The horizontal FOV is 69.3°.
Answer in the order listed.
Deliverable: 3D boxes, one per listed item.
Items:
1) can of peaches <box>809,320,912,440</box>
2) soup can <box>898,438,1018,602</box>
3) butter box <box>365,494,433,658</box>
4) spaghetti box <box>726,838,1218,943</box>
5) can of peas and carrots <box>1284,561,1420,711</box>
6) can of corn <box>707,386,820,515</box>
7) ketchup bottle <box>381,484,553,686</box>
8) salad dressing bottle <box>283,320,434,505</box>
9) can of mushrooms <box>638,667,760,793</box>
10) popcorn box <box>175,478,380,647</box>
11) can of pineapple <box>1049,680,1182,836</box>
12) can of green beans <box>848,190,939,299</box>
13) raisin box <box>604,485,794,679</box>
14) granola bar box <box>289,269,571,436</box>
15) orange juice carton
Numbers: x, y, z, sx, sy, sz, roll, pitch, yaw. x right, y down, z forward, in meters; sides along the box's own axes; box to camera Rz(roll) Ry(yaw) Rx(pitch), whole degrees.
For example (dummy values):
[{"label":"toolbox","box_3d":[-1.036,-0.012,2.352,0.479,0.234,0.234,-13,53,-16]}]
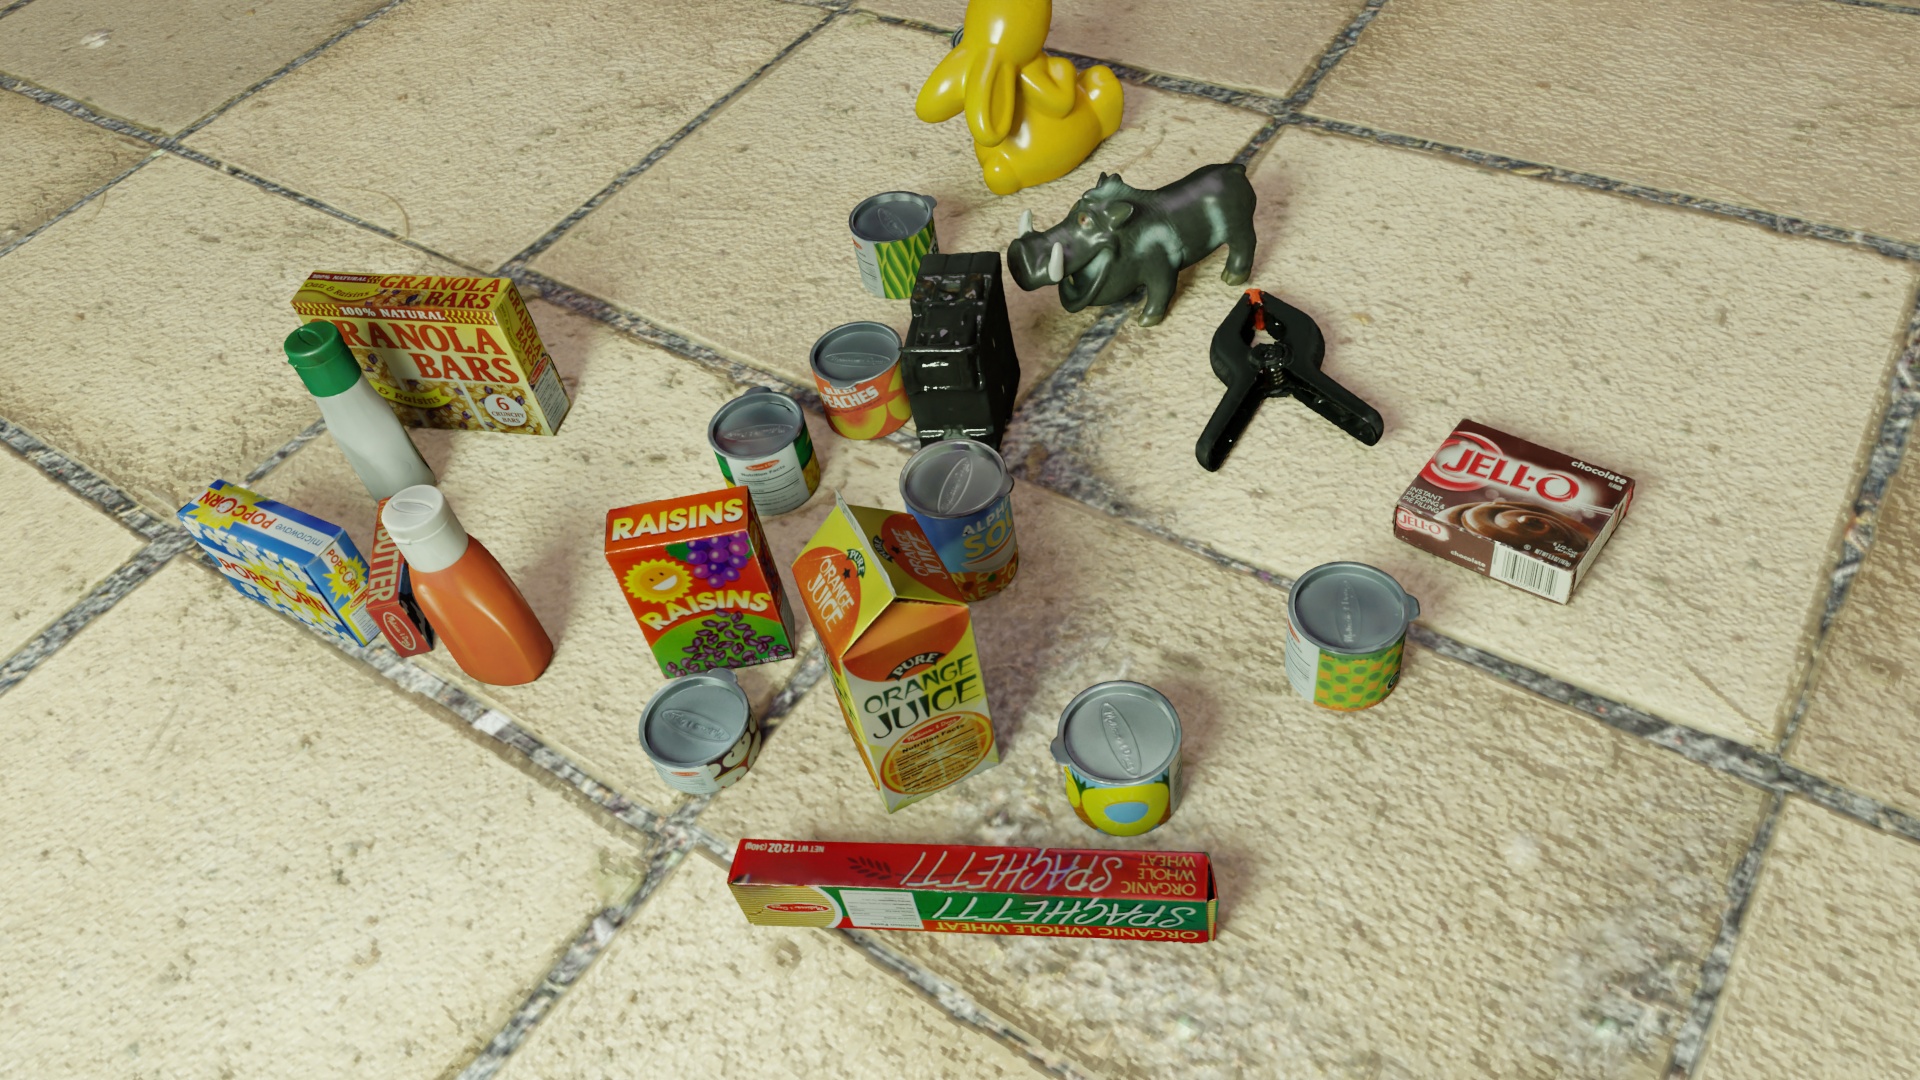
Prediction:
[{"label":"can of peaches","box_3d":[-0.070,-0.112,0.988,0.071,0.057,0.071,-5,48,6]},{"label":"soup can","box_3d":[0.003,-0.011,0.869,0.071,0.083,0.072,-5,48,6]},{"label":"butter box","box_3d":[-0.370,0.022,0.925,0.024,0.052,0.104,-13,48,-2]},{"label":"spaghetti box","box_3d":[0.007,0.182,0.721,0.250,0.050,0.029,-1,49,9]},{"label":"can of peas and carrots","box_3d":[0.221,0.055,0.790,0.071,0.058,0.071,-5,48,6]},{"label":"can of corn","box_3d":[-0.134,-0.061,0.955,0.071,0.058,0.071,-5,48,6]},{"label":"ketchup bottle","box_3d":[-0.302,0.029,0.843,0.065,0.148,0.044,8,51,16]},{"label":"salad dressing bottle","box_3d":[-0.417,-0.085,0.965,0.064,0.147,0.044,31,60,31]},{"label":"can of mushrooms","box_3d":[-0.152,0.112,0.821,0.071,0.033,0.071,-5,48,6]},{"label":"popcorn box","box_3d":[-0.446,0.015,0.924,0.127,0.084,0.038,18,54,24]},{"label":"can of pineapple","box_3d":[0.086,0.119,0.757,0.071,0.057,0.071,-5,48,6]},{"label":"can of green beans","box_3d":[-0.050,-0.232,1.091,0.071,0.057,0.071,-5,48,6]},{"label":"raisin box","box_3d":[-0.154,0.027,0.837,0.086,0.122,0.040,-9,48,2]},{"label":"granola bar box","box_3d":[-0.386,-0.137,1.022,0.165,0.123,0.039,5,50,14]},{"label":"orange juice carton","box_3d":[-0.035,0.058,0.742,0.073,0.191,0.072,-23,49,-10]}]
